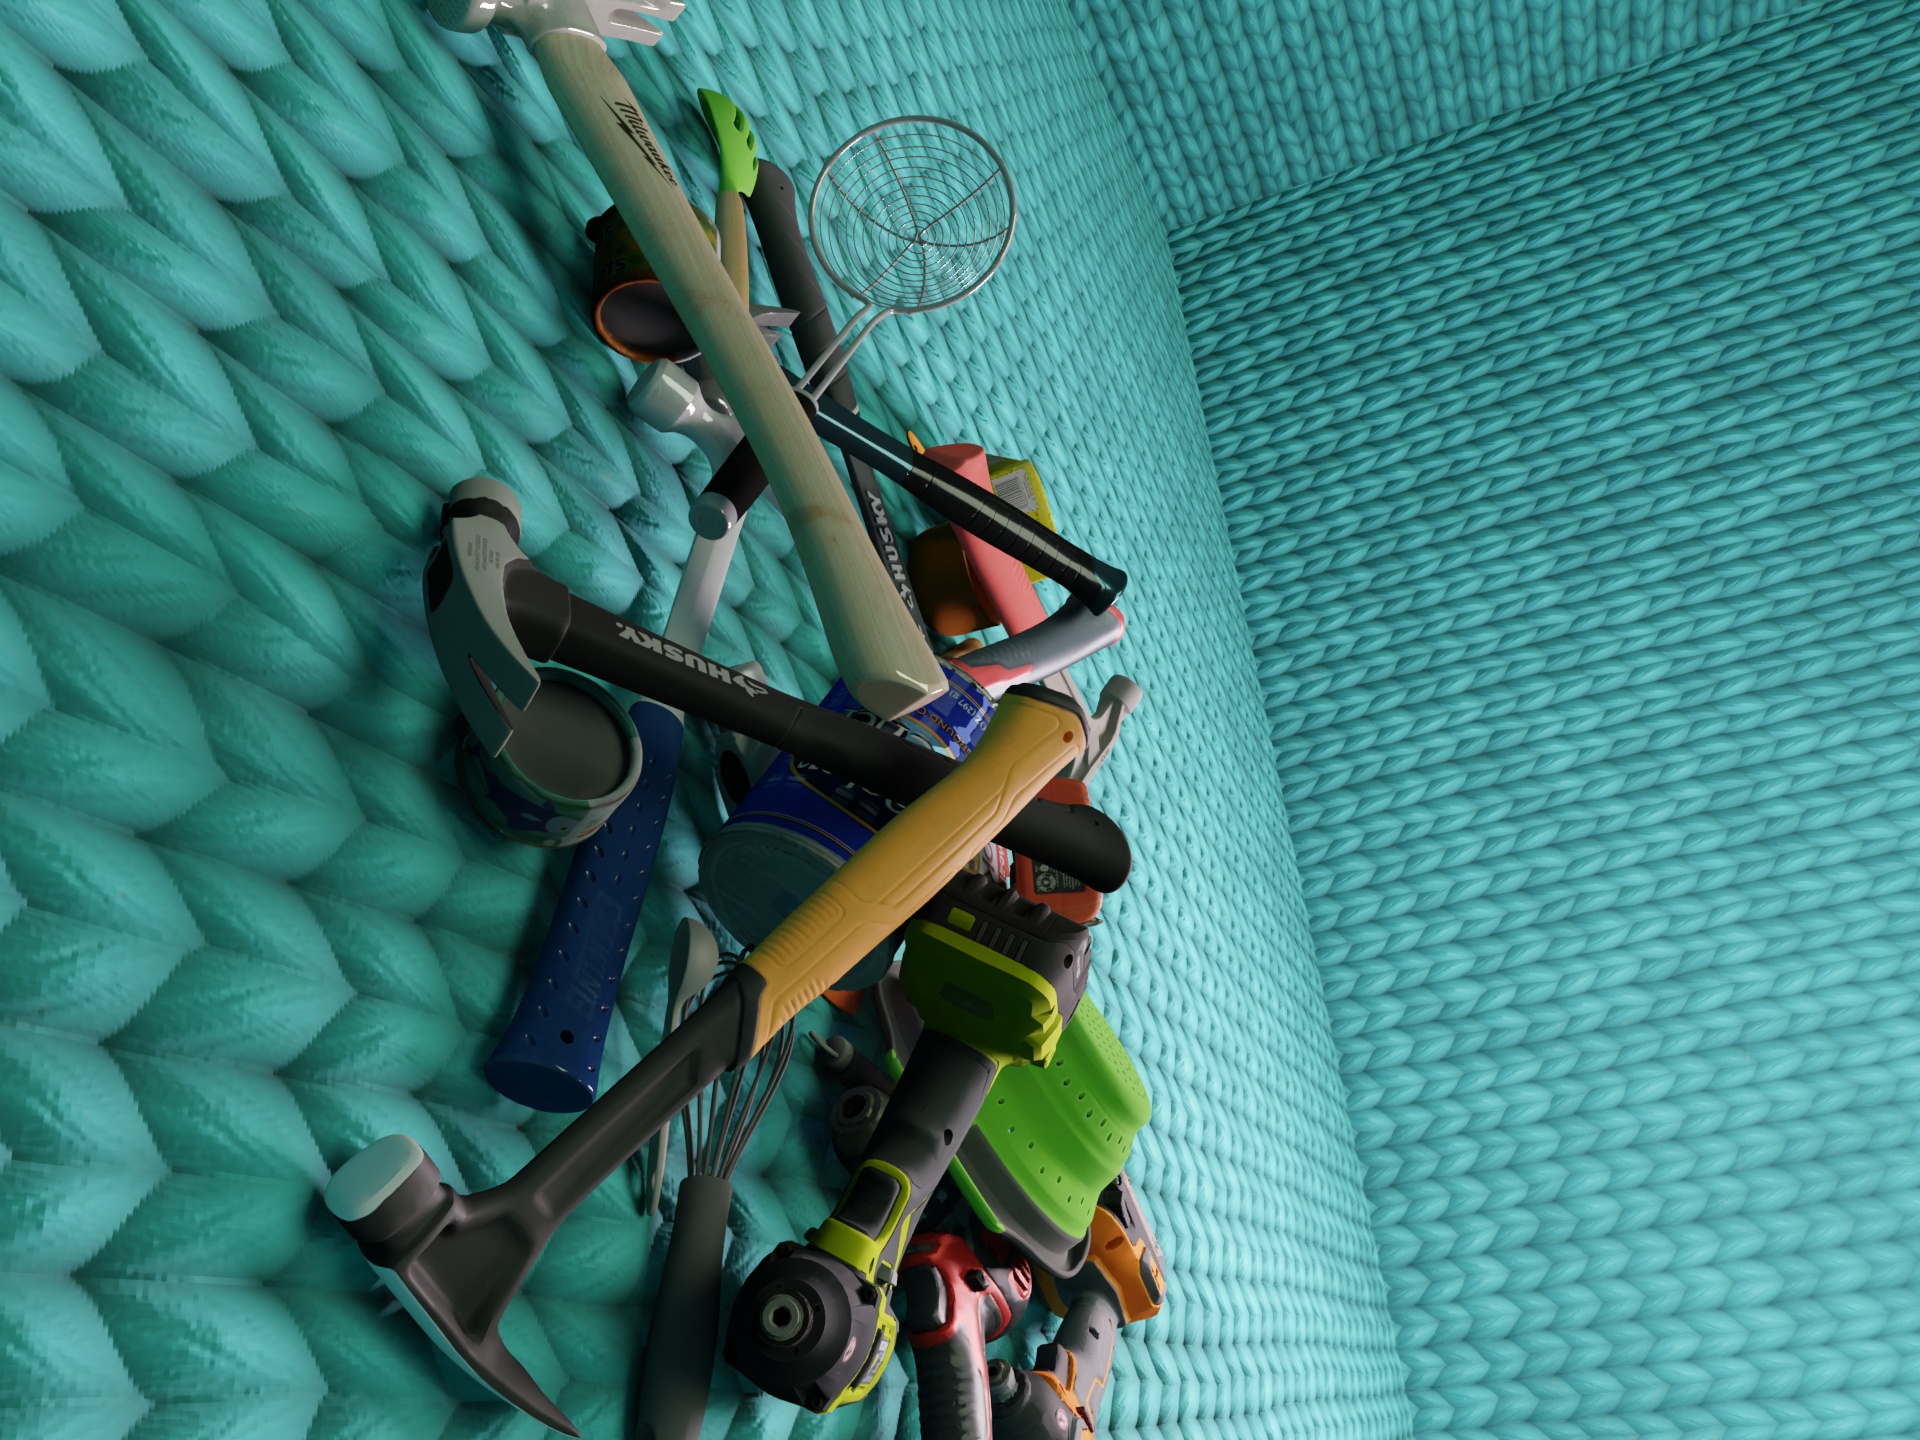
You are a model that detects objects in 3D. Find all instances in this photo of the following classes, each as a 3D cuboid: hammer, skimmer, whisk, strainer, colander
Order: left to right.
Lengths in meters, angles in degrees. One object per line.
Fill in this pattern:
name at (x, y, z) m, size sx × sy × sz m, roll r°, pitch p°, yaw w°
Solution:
hammer at (-0.131, -0.006, 0.729) m, size 0.144 × 0.035 × 0.406 m, roll 35°, pitch 40°, yaw -26°
whisk at (-0.106, 0.199, 0.677) m, size 0.055 × 0.055 × 0.239 m, roll 57°, pitch 29°, yaw -45°
hammer at (-0.109, -0.190, 0.770) m, size 0.146 × 0.038 × 0.411 m, roll -20°, pitch 80°, yaw -52°
hammer at (-0.062, 0.101, 0.596) m, size 0.337 × 0.034 × 0.127 m, roll -42°, pitch 123°, yaw -29°
hammer at (-0.061, 0.009, 0.667) m, size 0.334 × 0.035 × 0.146 m, roll 24°, pitch 25°, yaw -28°
skimmer at (-0.066, -0.228, 0.875) m, size 0.363 × 0.127 × 0.090 m, roll -65°, pitch 171°, yaw -48°
hammer at (-0.075, -0.180, 1.034) m, size 0.149 × 0.036 × 0.409 m, roll -6°, pitch 74°, yaw -54°
hammer at (-0.024, -0.150, 0.990) m, size 0.330 × 0.033 × 0.128 m, roll 28°, pitch 40°, yaw -28°
strainer at (-0.017, 0.243, 0.917) m, size 0.258 × 0.050 × 0.087 m, roll 51°, pitch -4°, yaw -39°
whisk at (-0.013, -0.037, 1.157) m, size 0.047 × 0.051 × 0.245 m, roll 67°, pitch 15°, yaw -6°
hammer at (-0.002, -0.003, 0.962) m, size 0.386 × 0.038 × 0.143 m, roll -24°, pitch 97°, yaw -52°
hammer at (0.044, -0.066, 1.191) m, size 0.149 × 0.037 × 0.358 m, roll -53°, pitch 142°, yaw -18°
colander at (0.059, 0.214, 0.994) m, size 0.204 × 0.094 × 0.397 m, roll 57°, pitch 5°, yaw 11°

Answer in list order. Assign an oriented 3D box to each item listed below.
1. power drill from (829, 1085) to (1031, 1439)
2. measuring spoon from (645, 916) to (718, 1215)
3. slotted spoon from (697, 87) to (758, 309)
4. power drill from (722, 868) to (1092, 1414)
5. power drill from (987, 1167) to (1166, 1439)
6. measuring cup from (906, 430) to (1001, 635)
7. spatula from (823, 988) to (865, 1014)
power drill at (-0.021, 0.313, 0.795) m, size 0.227 × 0.080 × 0.187 m, roll -87°, pitch 155°, yaw -52°
measuring spoon at (-0.117, 0.145, 0.667) m, size 0.034 × 0.018 × 0.124 m, roll 176°, pitch -78°, yaw -68°
slotted spoon at (-0.134, -0.289, 0.931) m, size 0.314 × 0.031 × 0.070 m, roll -99°, pitch 169°, yaw -46°
power drill at (-0.024, 0.182, 0.684) m, size 0.223 × 0.080 × 0.171 m, roll -62°, pitch 167°, yaw -20°
power drill at (0.064, 0.384, 0.986) m, size 0.227 × 0.084 × 0.164 m, roll -70°, pitch 141°, yaw -55°
measuring cup at (-0.022, -0.139, 1.197) m, size 0.095 × 0.052 × 0.173 m, roll -83°, pitch 150°, yaw -50°
spatula at (-0.067, 0.025, 0.977) m, size 0.323 × 0.041 × 0.080 m, roll -93°, pitch 157°, yaw -44°
